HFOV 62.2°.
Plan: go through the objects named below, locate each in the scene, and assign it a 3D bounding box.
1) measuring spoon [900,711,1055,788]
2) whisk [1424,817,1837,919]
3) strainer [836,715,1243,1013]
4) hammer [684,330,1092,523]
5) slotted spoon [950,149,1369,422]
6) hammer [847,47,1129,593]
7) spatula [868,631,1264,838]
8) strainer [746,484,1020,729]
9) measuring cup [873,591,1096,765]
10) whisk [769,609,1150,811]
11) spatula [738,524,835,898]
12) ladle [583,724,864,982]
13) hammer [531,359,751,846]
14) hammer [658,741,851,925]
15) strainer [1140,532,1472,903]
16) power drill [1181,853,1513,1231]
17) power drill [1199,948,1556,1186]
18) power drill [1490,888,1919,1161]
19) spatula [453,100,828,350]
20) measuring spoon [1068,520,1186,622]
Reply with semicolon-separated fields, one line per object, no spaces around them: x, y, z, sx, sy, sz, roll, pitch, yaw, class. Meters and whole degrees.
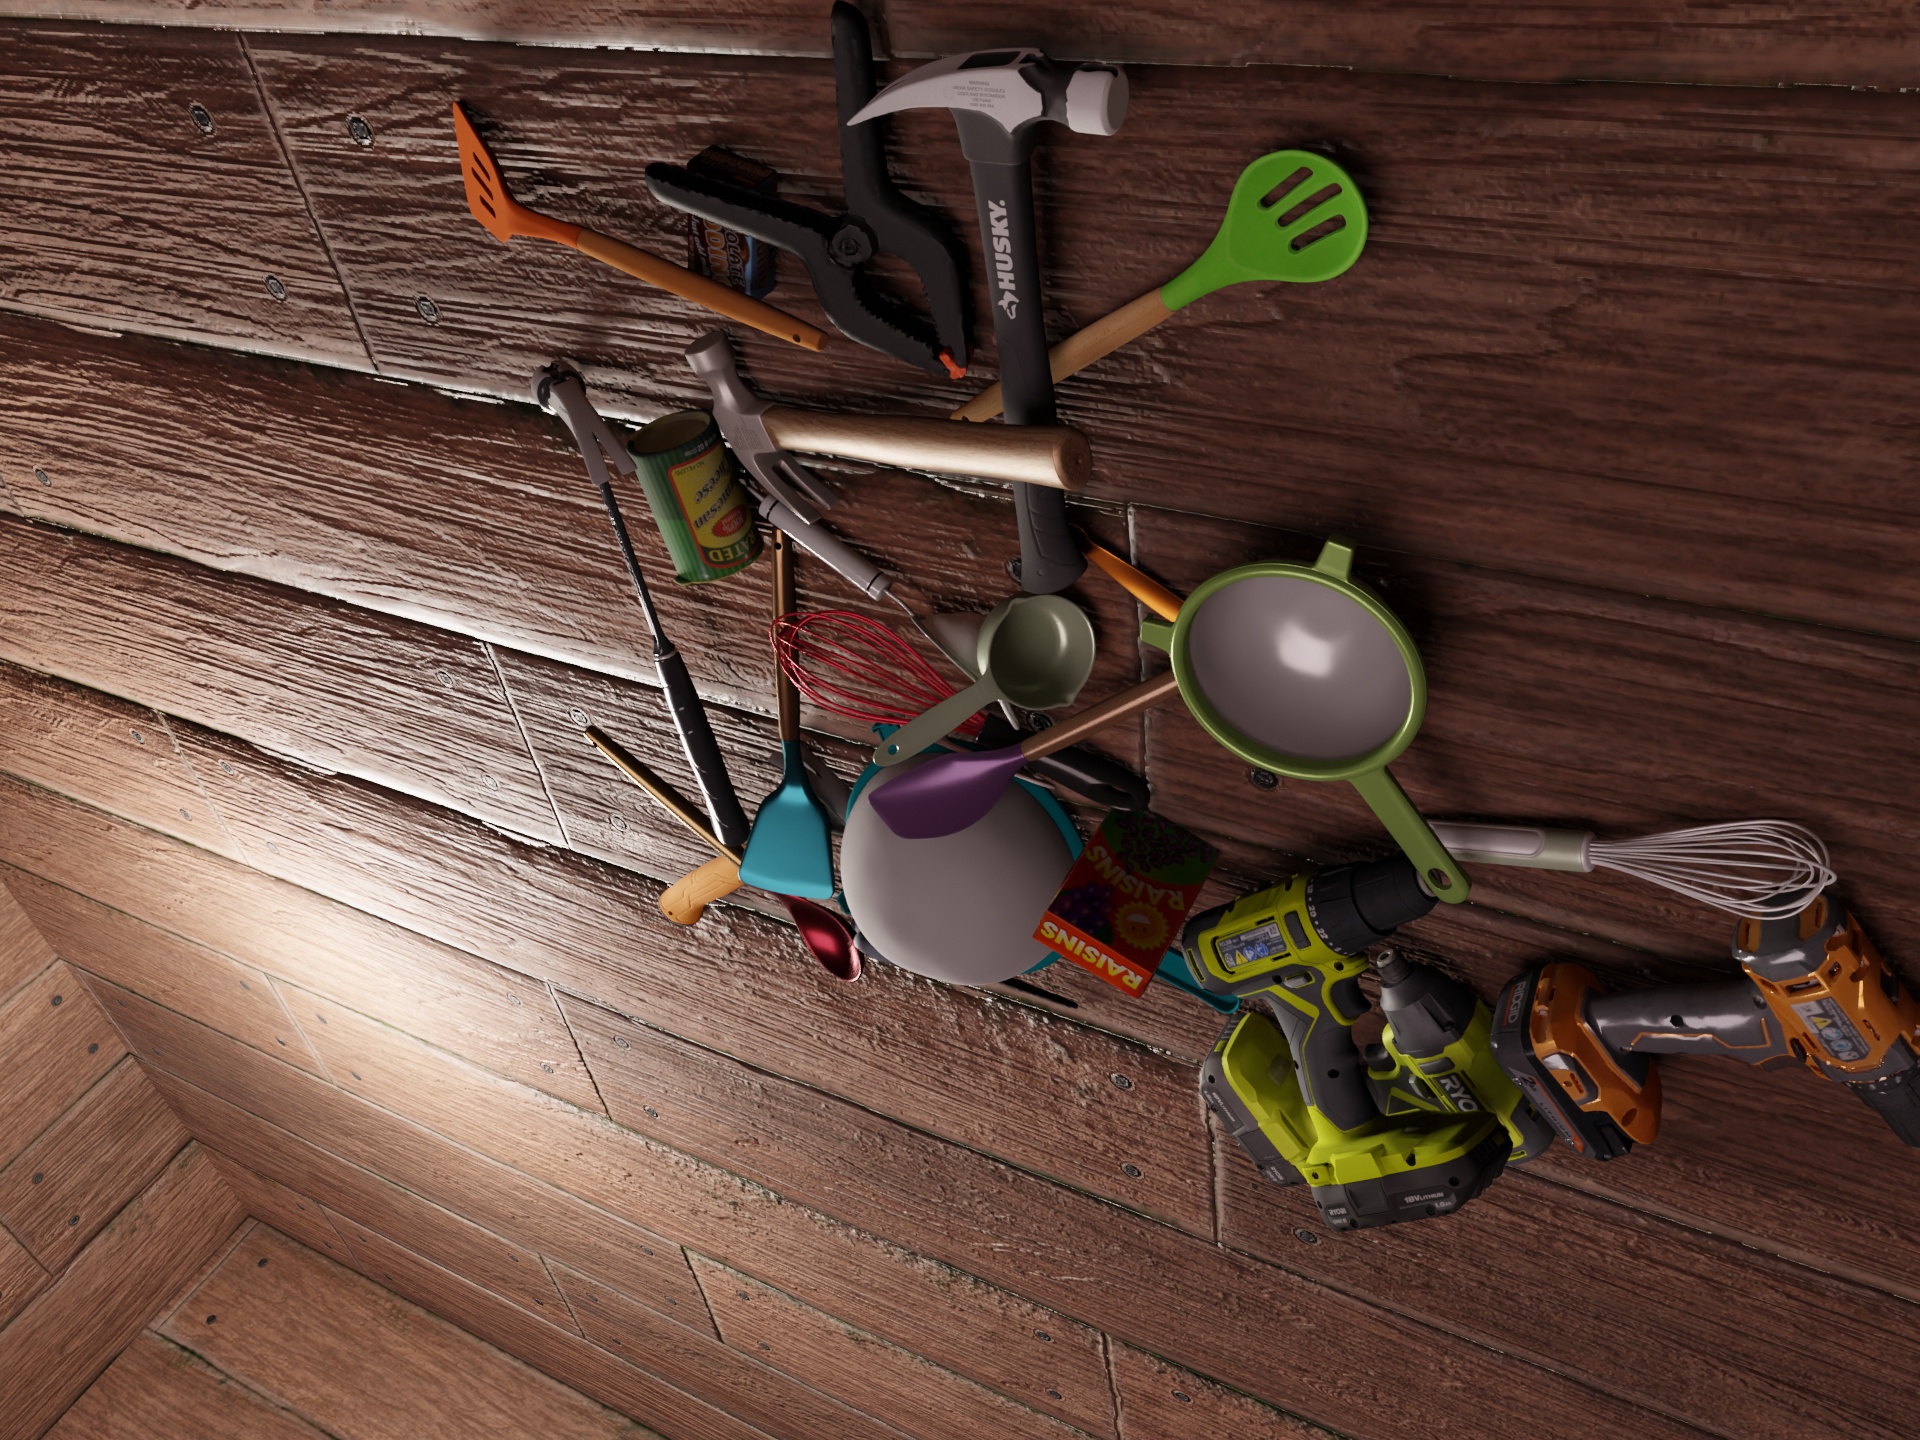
0.014;0.020;1.156;0.124;0.034;0.018;23;97;13;measuring spoon
0.378;0.078;0.935;0.246;0.058;0.059;2;160;41;whisk
0.042;0.152;1.183;0.340;0.095;0.210;25;125;17;strainer
-0.046;-0.169;0.965;0.331;0.031;0.129;17;142;47;hammer
0.095;-0.223;0.872;0.314;0.031;0.070;-20;115;48;slotted spoon
0.030;-0.206;0.892;0.146;0.035;0.334;15;139;24;hammer
0.066;0.013;1.065;0.316;0.018;0.059;-27;111;32;spatula
-0.048;-0.090;1.098;0.258;0.050;0.087;37;-175;9;strainer
0.010;-0.023;1.034;0.083;0.167;0.038;60;171;-21;measuring cup
-0.002;-0.004;1.125;0.296;0.073;0.073;25;140;2;whisk
-0.133;-0.003;1.211;0.082;0.044;0.317;10;125;13;spatula
-0.199;0.110;1.362;0.315;0.031;0.069;41;140;-4;ladle
-0.225;-0.063;1.198;0.149;0.036;0.408;48;158;50;hammer
-0.190;0.118;1.411;0.127;0.034;0.337;46;140;-11;hammer
0.236;-0.003;0.943;0.151;0.069;0.256;-23;112;44;strainer
0.264;0.204;1.042;0.190;0.080;0.228;-29;82;44;power drill
0.290;0.254;1.150;0.171;0.080;0.223;51;136;-9;power drill
0.468;0.205;0.967;0.185;0.084;0.226;48;135;-14;power drill
-0.211;-0.298;0.996;0.323;0.041;0.081;27;140;20;spatula
0.112;-0.090;1.002;0.117;0.011;0.021;35;140;-2;measuring spoon
